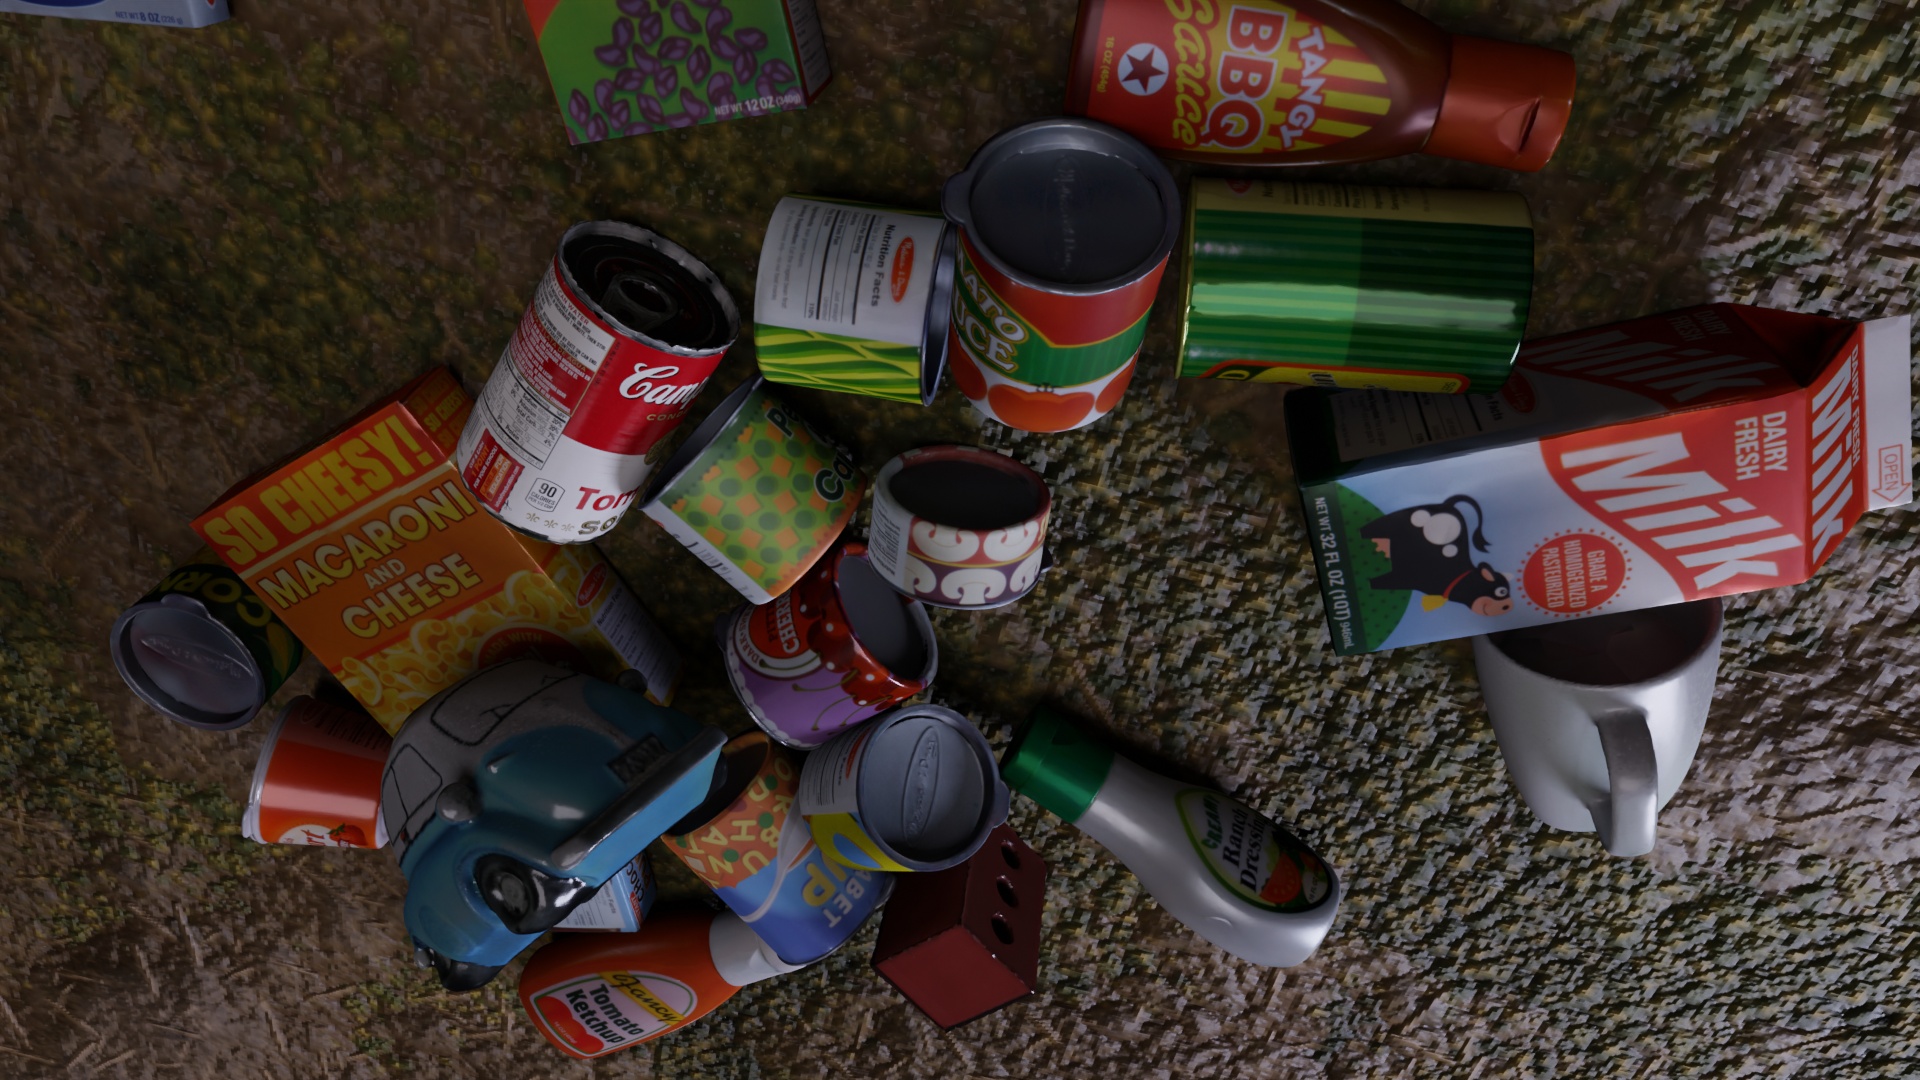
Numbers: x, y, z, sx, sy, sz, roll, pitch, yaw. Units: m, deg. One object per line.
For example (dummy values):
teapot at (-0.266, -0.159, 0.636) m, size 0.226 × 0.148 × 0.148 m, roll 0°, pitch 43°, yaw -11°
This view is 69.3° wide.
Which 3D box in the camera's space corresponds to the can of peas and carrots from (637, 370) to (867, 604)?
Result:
can of peas and carrots at (-0.075, -0.020, 0.521) m, size 0.058 × 0.071 × 0.070 m, roll 42°, pitch 118°, yaw -17°

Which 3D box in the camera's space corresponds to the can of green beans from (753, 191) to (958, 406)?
can of green beans at (-0.034, -0.083, 0.475) m, size 0.058 × 0.071 × 0.071 m, roll 9°, pitch 122°, yaw 5°

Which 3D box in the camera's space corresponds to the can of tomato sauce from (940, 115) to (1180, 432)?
can of tomato sauce at (0.028, -0.082, 0.446) m, size 0.071 × 0.071 × 0.082 m, roll 11°, pitch 154°, yaw 2°

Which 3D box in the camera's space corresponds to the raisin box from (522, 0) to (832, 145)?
raisin box at (-0.097, -0.195, 0.434) m, size 0.086 × 0.040 × 0.122 m, roll -5°, pitch 121°, yaw 13°

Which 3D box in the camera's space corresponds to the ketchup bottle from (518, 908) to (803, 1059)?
ketchup bottle at (-0.142, 0.210, 0.683) m, size 0.148 × 0.044 × 0.064 m, roll -23°, pitch 116°, yaw 21°

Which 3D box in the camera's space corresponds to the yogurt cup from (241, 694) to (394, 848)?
yogurt cup at (-0.284, 0.109, 0.634) m, size 0.054 × 0.073 × 0.072 m, roll 13°, pitch 122°, yaw -8°

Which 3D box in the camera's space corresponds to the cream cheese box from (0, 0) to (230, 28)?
cream cheese box at (-0.306, -0.206, 0.470) m, size 0.104 × 0.024 × 0.053 m, roll 6°, pitch 120°, yaw 5°

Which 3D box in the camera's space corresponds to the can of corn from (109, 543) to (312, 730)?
can of corn at (-0.315, 0.036, 0.597) m, size 0.071 × 0.058 × 0.070 m, roll 4°, pitch 121°, yaw 7°

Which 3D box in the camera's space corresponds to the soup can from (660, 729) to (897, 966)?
soup can at (-0.079, 0.134, 0.613) m, size 0.071 × 0.072 × 0.083 m, roll -30°, pitch 112°, yaw 24°

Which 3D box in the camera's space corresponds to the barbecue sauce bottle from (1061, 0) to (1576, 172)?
barbecue sauce bottle at (0.108, -0.144, 0.428) m, size 0.148 × 0.044 × 0.064 m, roll 10°, pitch 127°, yaw 3°

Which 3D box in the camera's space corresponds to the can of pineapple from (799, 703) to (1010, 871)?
can of pineapple at (-0.025, 0.105, 0.576) m, size 0.071 × 0.071 × 0.057 m, roll 42°, pitch 151°, yaw -16°

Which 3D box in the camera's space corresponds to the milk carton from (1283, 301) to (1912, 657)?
milk carton at (0.212, -0.024, 0.466) m, size 0.190 × 0.074 × 0.072 m, roll -12°, pitch 118°, yaw 15°

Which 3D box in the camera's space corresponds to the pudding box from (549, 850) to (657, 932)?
pudding box at (-0.179, 0.147, 0.659) m, size 0.049 × 0.030 × 0.083 m, roll -2°, pitch 120°, yaw 12°

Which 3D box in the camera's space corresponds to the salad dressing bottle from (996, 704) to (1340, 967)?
salad dressing bottle at (0.086, 0.123, 0.585) m, size 0.148 × 0.064 × 0.043 m, roll 31°, pitch 127°, yaw -1°

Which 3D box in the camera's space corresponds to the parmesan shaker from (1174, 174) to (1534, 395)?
parmesan shaker at (0.123, -0.081, 0.447) m, size 0.103 × 0.072 × 0.071 m, roll 5°, pitch 122°, yaw 6°

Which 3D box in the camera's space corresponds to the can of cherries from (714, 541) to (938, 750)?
can of cherries at (-0.052, 0.041, 0.551) m, size 0.058 × 0.072 × 0.071 m, roll -30°, pitch 112°, yaw 24°

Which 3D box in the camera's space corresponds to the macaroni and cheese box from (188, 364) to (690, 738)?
macaroni and cheese box at (-0.215, 0.024, 0.584) m, size 0.123 × 0.040 × 0.166 m, roll -24°, pitch 115°, yaw 21°

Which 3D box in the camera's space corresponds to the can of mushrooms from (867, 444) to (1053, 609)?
can of mushrooms at (0.002, -0.006, 0.516) m, size 0.071 × 0.071 × 0.033 m, roll 9°, pitch 121°, yaw 4°
